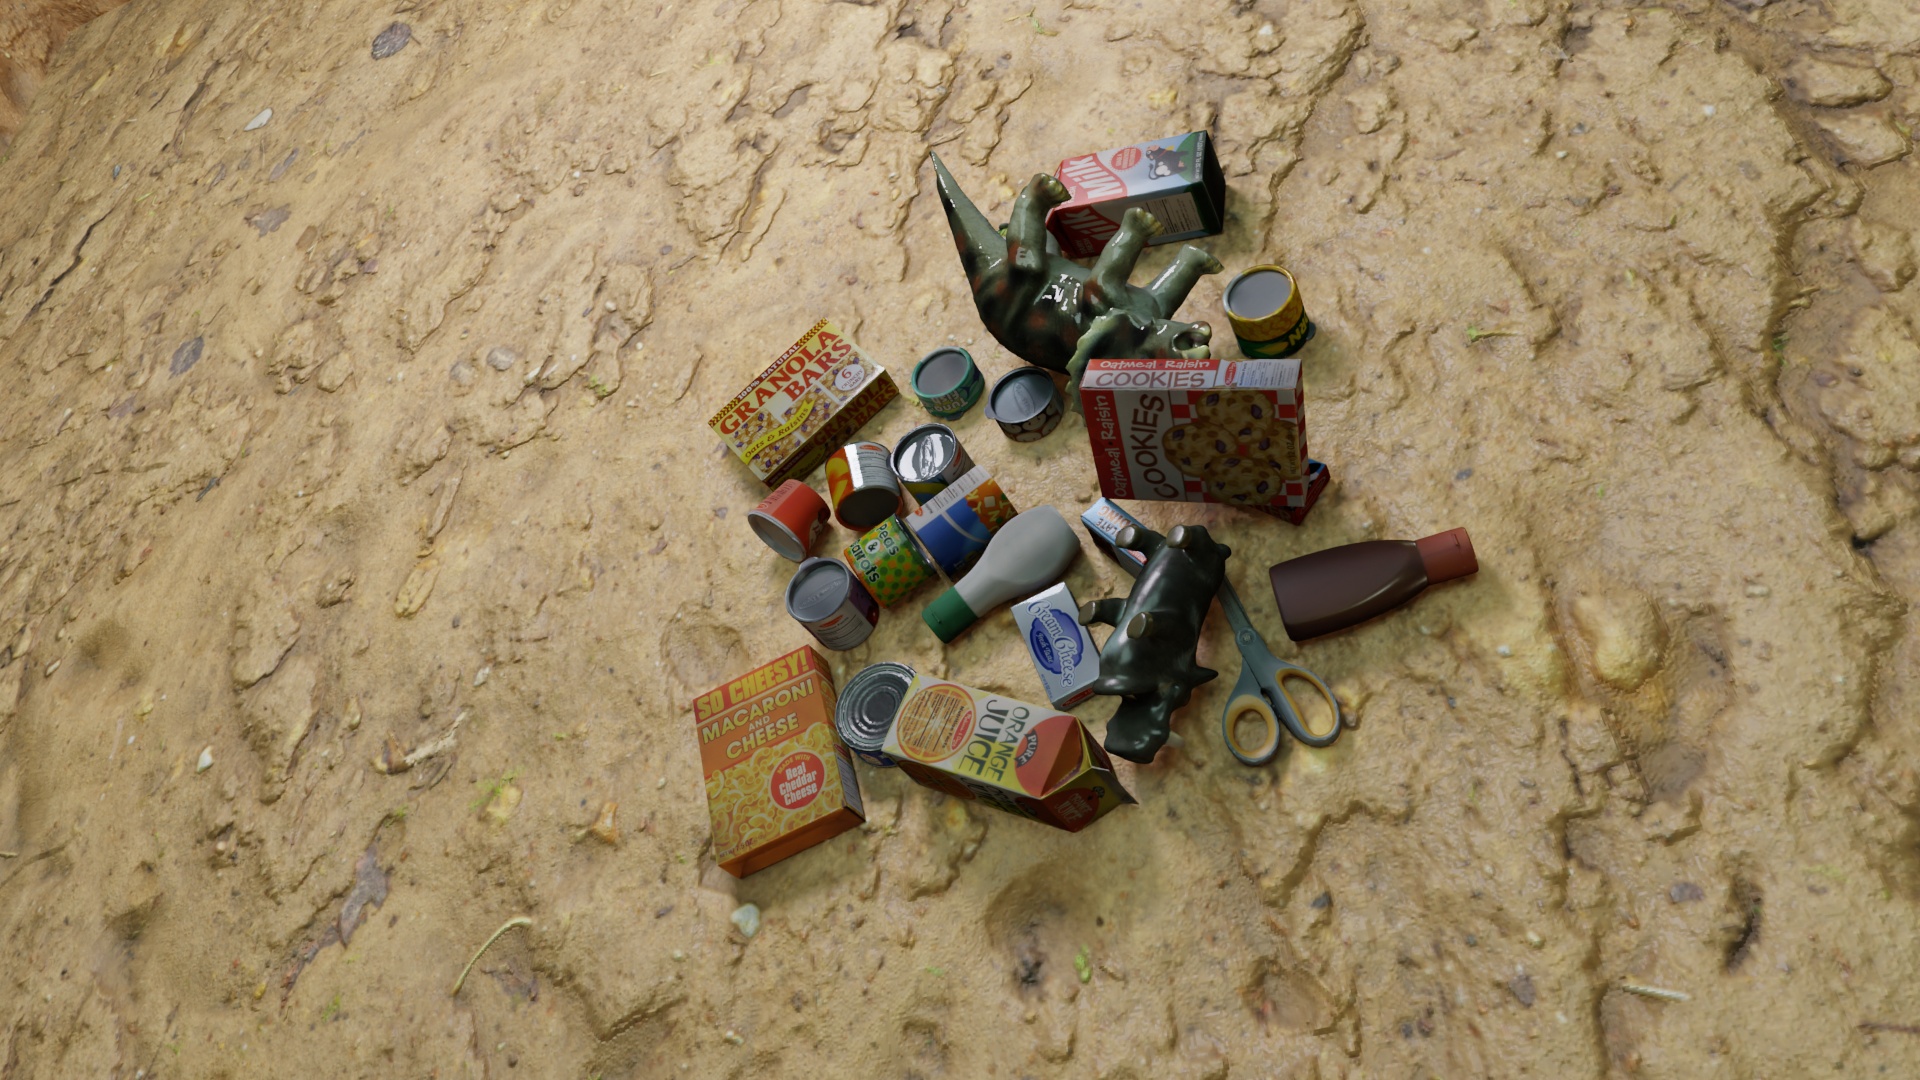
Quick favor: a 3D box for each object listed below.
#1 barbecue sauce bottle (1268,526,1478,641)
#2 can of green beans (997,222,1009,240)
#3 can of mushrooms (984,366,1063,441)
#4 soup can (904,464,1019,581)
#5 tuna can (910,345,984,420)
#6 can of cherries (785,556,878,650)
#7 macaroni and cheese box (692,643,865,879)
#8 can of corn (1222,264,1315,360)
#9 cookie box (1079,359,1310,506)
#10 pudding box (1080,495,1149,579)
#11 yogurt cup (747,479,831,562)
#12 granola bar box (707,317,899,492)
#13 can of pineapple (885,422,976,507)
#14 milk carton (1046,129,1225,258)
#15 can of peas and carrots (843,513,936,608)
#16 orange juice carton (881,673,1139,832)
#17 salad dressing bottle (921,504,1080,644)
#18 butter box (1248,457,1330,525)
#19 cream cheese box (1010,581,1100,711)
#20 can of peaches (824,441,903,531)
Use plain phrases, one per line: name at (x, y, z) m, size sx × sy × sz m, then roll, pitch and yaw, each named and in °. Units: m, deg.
barbecue sauce bottle at (0.315, 0.028, 1.060) m, size 0.148 × 0.043 × 0.065 m, roll -18°, pitch 50°, yaw 14°
can of green beans at (0.054, -0.269, 1.381) m, size 0.071 × 0.071 × 0.058 m, roll 11°, pitch 65°, yaw 32°
can of mushrooms at (0.059, -0.127, 1.302) m, size 0.071 × 0.033 × 0.071 m, roll -13°, pitch 54°, yaw 18°
soup can at (0.004, -0.015, 1.235) m, size 0.084 × 0.071 × 0.071 m, roll -37°, pitch 50°, yaw -1°
tuna can at (-0.013, -0.154, 1.357) m, size 0.071 × 0.032 × 0.071 m, roll -13°, pitch 53°, yaw 19°
can of cherries at (-0.115, 0.056, 1.248) m, size 0.071 × 0.058 × 0.072 m, roll -14°, pitch 54°, yaw 20°
macaroni and cheese box at (-0.159, 0.188, 1.191) m, size 0.123 × 0.040 × 0.167 m, roll -26°, pitch 51°, yaw 9°
can of corn at (0.273, -0.201, 1.229) m, size 0.071 × 0.058 × 0.071 m, roll -13°, pitch 54°, yaw 19°
cookie box at (0.187, -0.085, 1.103) m, size 0.167 × 0.122 × 0.040 m, roll 3°, pitch 47°, yaw 21°
pudding box at (0.142, 0.004, 1.159) m, size 0.030 × 0.049 × 0.084 m, roll -43°, pitch 50°, yaw -7°
yogurt cup at (-0.160, -0.021, 1.322) m, size 0.072 × 0.072 × 0.054 m, roll 20°, pitch 61°, yaw 35°
granola bar box at (-0.161, -0.136, 1.416) m, size 0.166 × 0.039 × 0.124 m, roll -43°, pitch 50°, yaw -5°
can of pineapple at (-0.024, -0.066, 1.286) m, size 0.071 × 0.057 × 0.071 m, roll -13°, pitch 53°, yaw 19°
milk carton at (0.158, -0.337, 1.370) m, size 0.190 × 0.073 × 0.073 m, roll -6°, pitch 56°, yaw 24°
can of peas and carrots at (-0.064, 0.018, 1.240) m, size 0.059 × 0.070 × 0.071 m, roll -36°, pitch 50°, yaw 2°
orange juice carton at (0.042, 0.169, 1.082) m, size 0.193 × 0.071 × 0.073 m, roll 11°, pitch 64°, yaw 32°
salad dressing bottle at (0.034, 0.030, 1.199) m, size 0.147 × 0.044 × 0.064 m, roll -38°, pitch 69°, yaw 2°
butter box at (0.250, -0.055, 1.161) m, size 0.103 × 0.024 × 0.053 m, roll 25°, pitch 71°, yaw 37°
cream cheese box at (0.084, 0.087, 1.148) m, size 0.053 × 0.024 × 0.104 m, roll -28°, pitch 50°, yaw 6°
can of peaches at (-0.091, -0.049, 1.305) m, size 0.071 × 0.071 × 0.058 m, roll -25°, pitch 51°, yaw 10°
